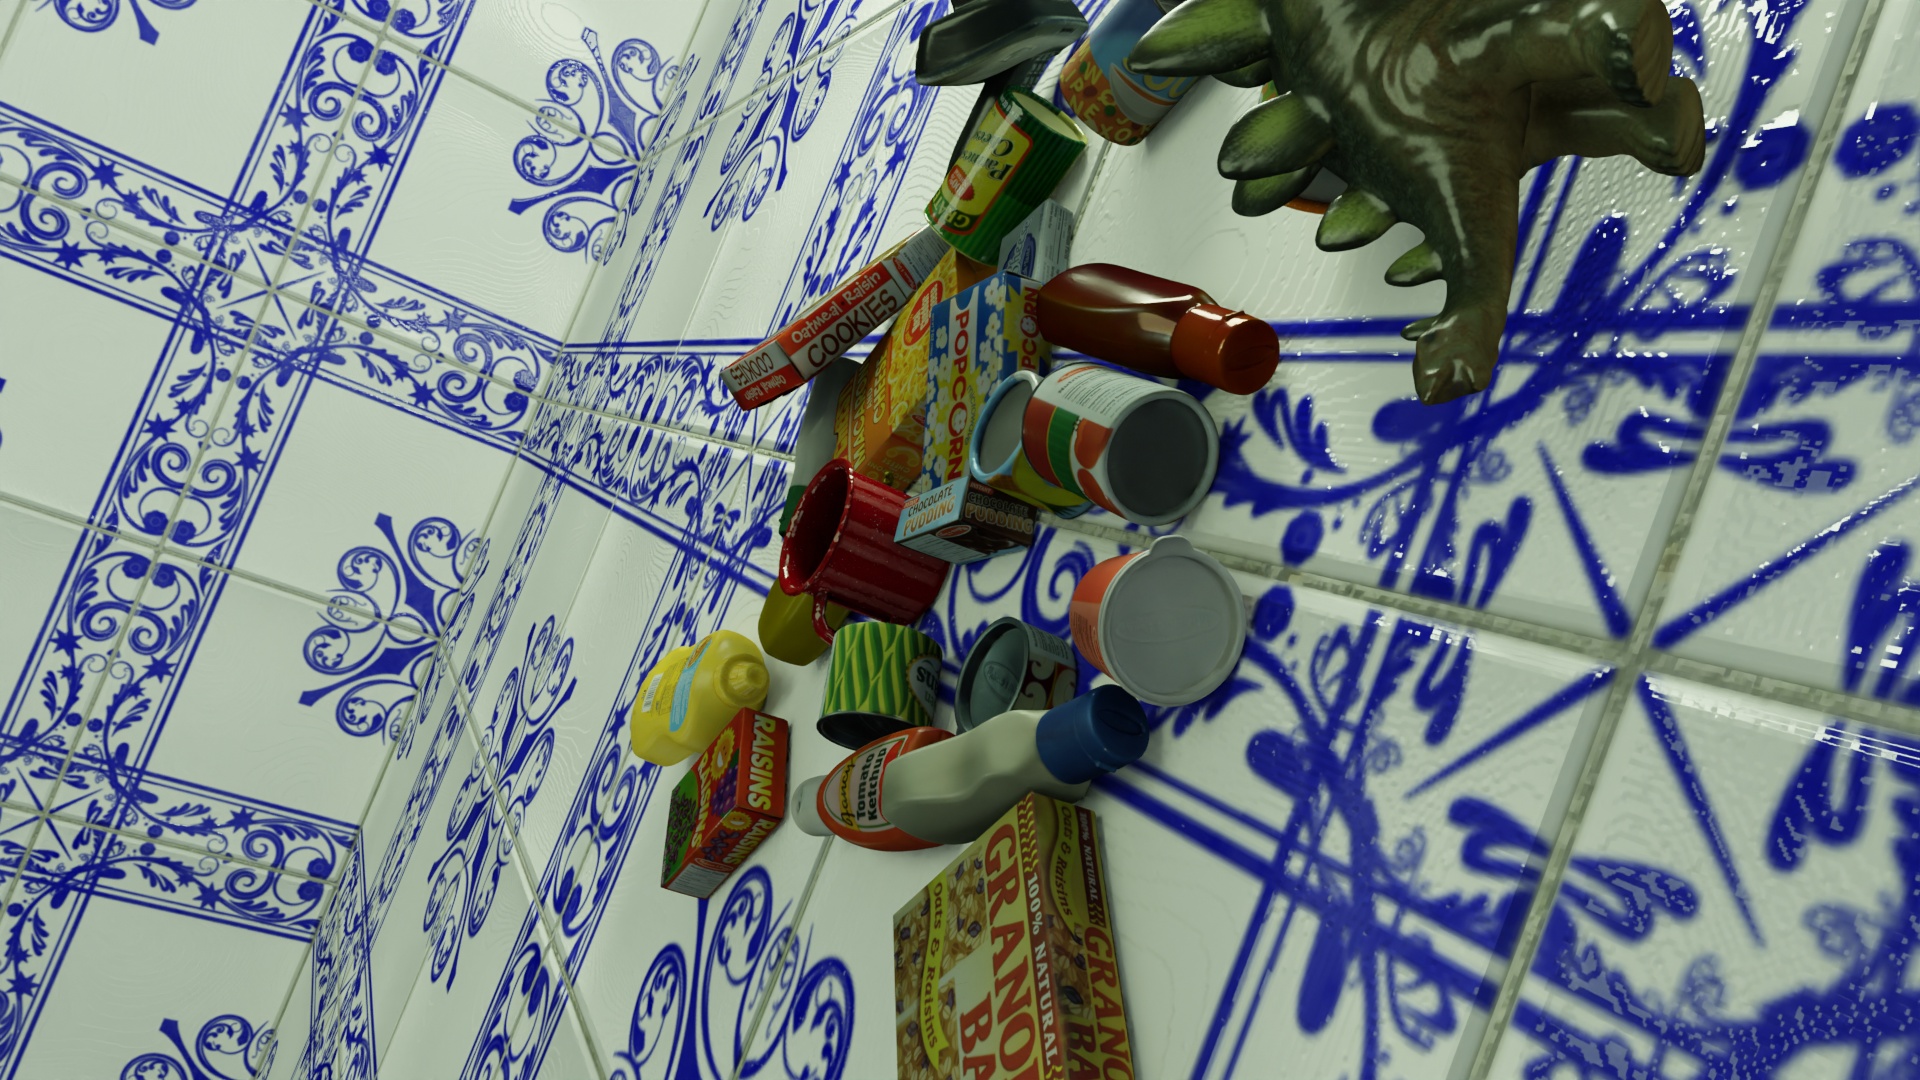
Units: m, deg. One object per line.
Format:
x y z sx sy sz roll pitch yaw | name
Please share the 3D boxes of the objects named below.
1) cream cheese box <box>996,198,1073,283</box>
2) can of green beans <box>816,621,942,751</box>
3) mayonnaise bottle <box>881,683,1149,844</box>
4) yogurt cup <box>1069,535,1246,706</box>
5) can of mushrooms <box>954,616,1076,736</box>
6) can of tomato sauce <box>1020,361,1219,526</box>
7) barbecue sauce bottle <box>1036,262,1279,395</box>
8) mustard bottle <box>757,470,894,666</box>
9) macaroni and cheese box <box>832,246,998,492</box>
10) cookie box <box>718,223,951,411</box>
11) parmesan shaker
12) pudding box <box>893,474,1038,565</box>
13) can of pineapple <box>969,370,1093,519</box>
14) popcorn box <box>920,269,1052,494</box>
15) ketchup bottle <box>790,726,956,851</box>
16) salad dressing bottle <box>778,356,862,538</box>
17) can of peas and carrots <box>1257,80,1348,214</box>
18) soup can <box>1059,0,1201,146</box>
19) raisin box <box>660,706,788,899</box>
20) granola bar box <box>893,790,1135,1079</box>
0.044 -0.164 0.889 0.053 0.024 0.104 -35 40 50 | cream cheese box
-0.046 0.087 0.807 0.071 0.071 0.058 -33 41 50 | can of green beans
0.026 0.107 0.657 0.147 0.065 0.041 -32 44 44 | mayonnaise bottle
0.082 0.035 0.604 0.072 0.072 0.054 -69 17 -5 | yogurt cup
0.027 0.077 0.711 0.070 0.033 0.071 -43 35 40 | can of mushrooms
0.077 -0.046 0.677 0.071 0.071 0.083 -65 28 4 | can of tomato sauce
0.099 -0.107 0.697 0.149 0.065 0.043 34 138 57 | barbecue sauce bottle
-0.085 0.015 0.965 0.159 0.049 0.065 -53 28 26 | mustard bottle
-0.033 -0.109 0.977 0.165 0.040 0.124 -46 31 37 | macaroni and cheese box
-0.091 -0.167 1.047 0.168 0.040 0.122 -42 14 -26 | cookie box
0.029 -0.248 0.939 0.102 0.071 0.071 -53 29 28 | parmesan shaker
0.003 -0.010 0.812 0.083 0.049 0.030 -17 56 59 | pudding box
0.045 -0.050 0.754 0.070 0.058 0.071 -44 34 40 | can of pineapple
0.015 -0.087 0.832 0.085 0.038 0.127 -14 70 58 | popcorn box
-0.050 0.146 0.791 0.148 0.043 0.065 -25 52 56 | ketchup bottle
-0.107 -0.069 1.086 0.064 0.044 0.148 -22 51 62 | salad dressing bottle
0.163 -0.188 0.624 0.071 0.071 0.059 -8 63 61 | can of peas and carrots
0.109 -0.282 0.816 0.083 0.071 0.072 -42 35 43 | soup can
-0.168 0.189 0.992 0.122 0.040 0.086 -49 30 36 | raisin box
0.020 0.212 0.604 0.123 0.039 0.166 -49 30 34 | granola bar box
